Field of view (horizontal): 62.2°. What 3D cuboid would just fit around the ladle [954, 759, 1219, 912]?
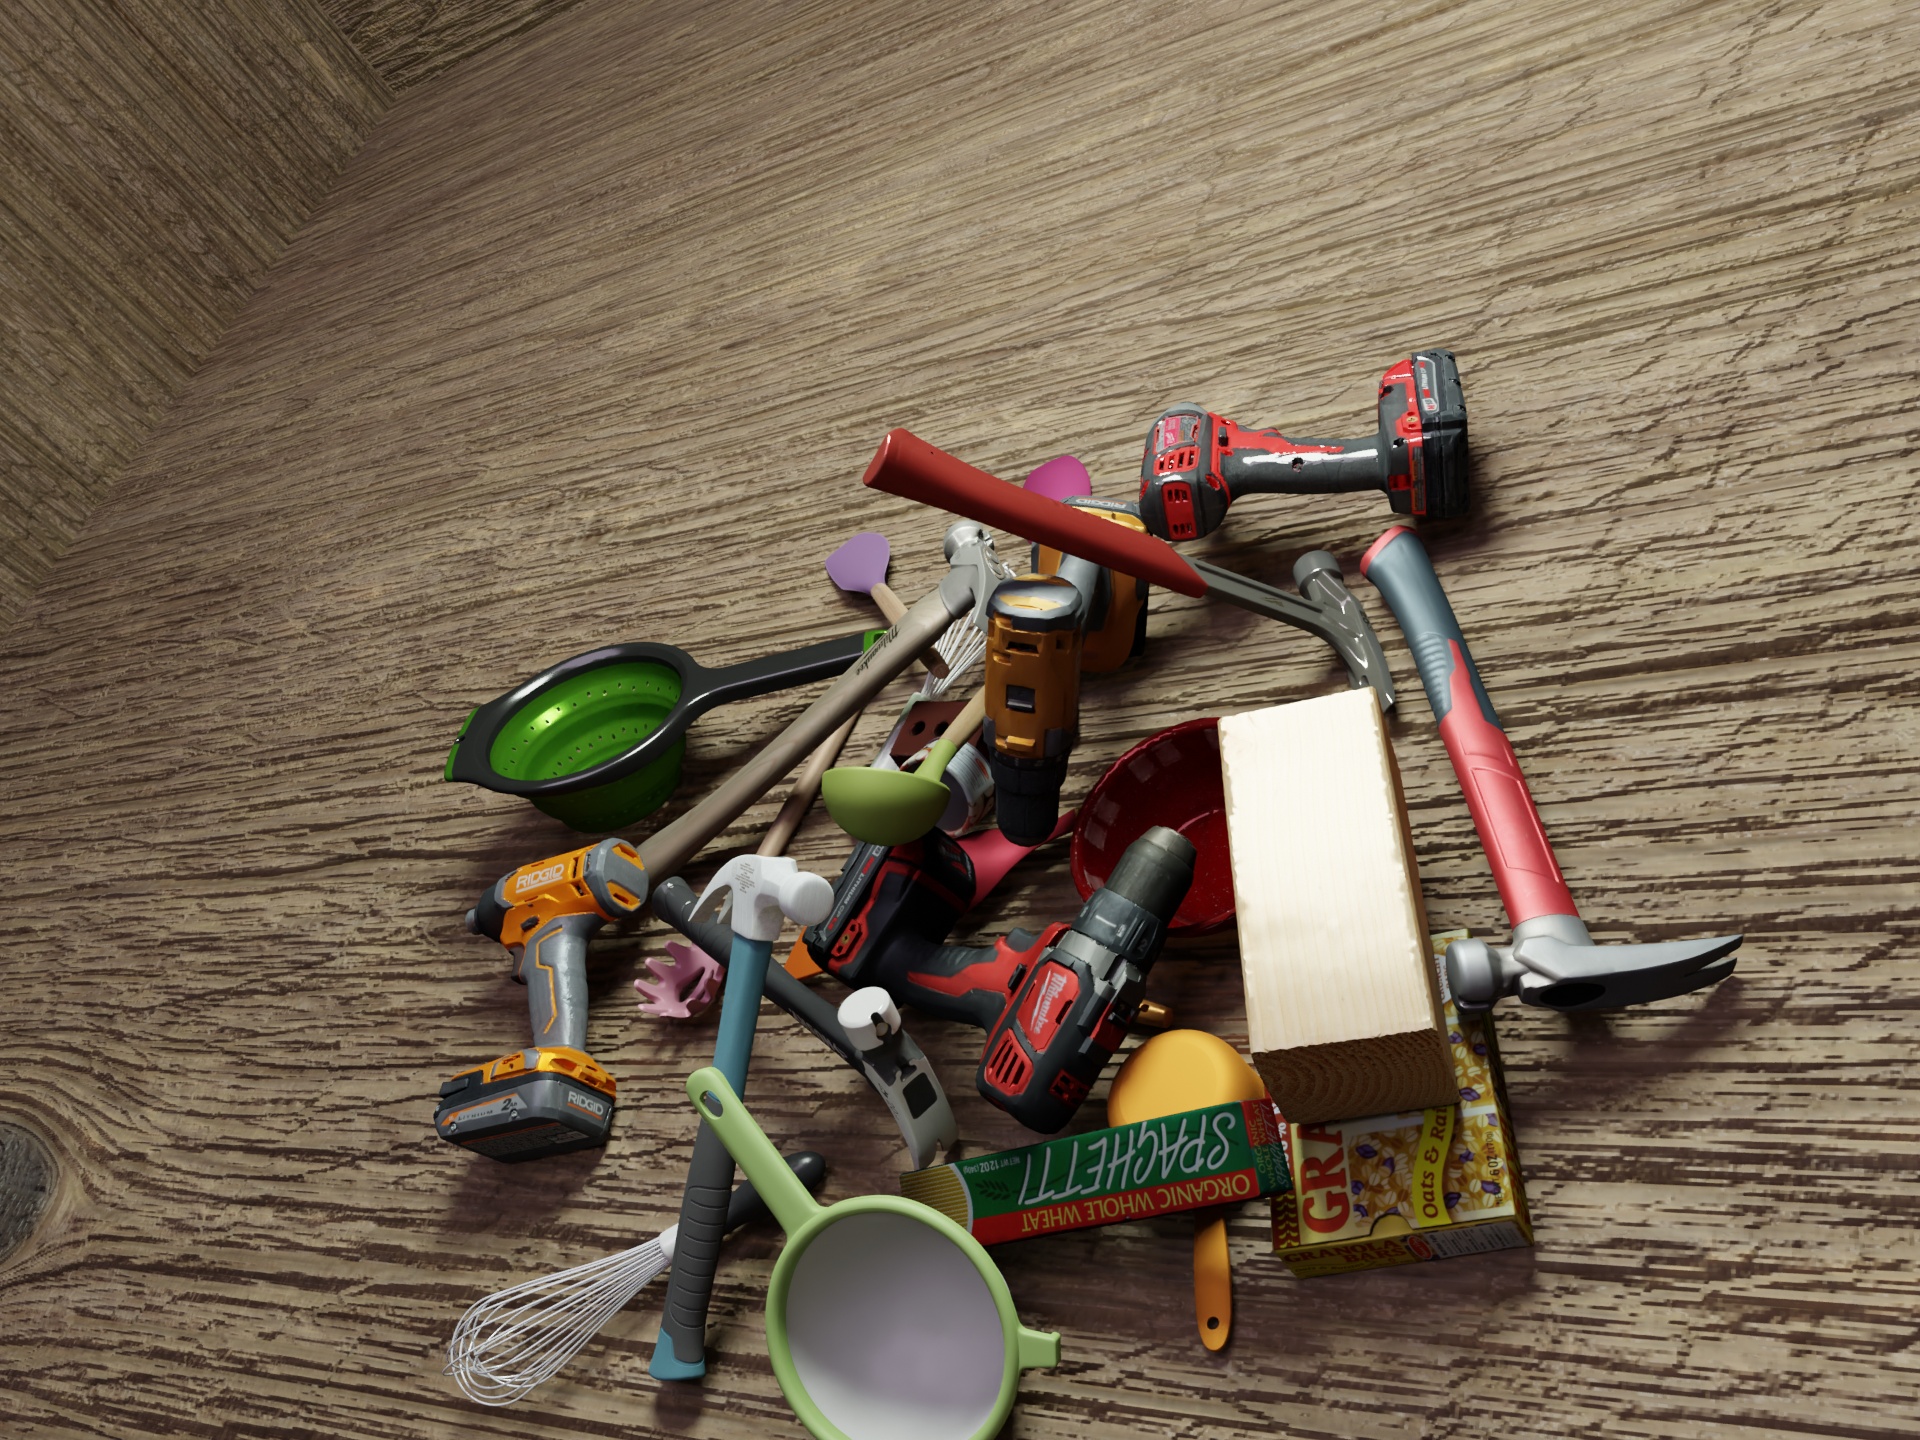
[{"bbox_3d":[0.104,0.058,1.077,0.315,0.031,0.069,-25,39,15],"label":"ladle"}]

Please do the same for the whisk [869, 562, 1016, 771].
[{"bbox_3d":[-0.022,-0.021,1.229,0.058,0.059,0.246,28,74,7],"label":"whisk"}]

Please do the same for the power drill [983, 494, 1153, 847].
[{"bbox_3d":[0.070,-0.038,1.084,0.084,0.185,0.226,9,31,15],"label":"power drill"}]

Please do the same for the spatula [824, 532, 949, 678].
[{"bbox_3d":[-0.059,-0.100,1.311,0.060,0.018,0.316,-37,29,1],"label":"spatula"}]

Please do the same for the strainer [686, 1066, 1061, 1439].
[{"bbox_3d":[-0.061,0.295,0.897,0.151,0.069,0.256,-47,72,15],"label":"strainer"}]

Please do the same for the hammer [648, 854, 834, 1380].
[{"bbox_3d":[-0.145,0.243,0.965,0.128,0.033,0.331,14,95,57],"label":"hammer"}]

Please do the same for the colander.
[{"bbox_3d":[-0.222,0.009,1.324,0.397,0.094,0.205,-13,33,8],"label":"colander"}]

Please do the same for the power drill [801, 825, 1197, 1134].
[{"bbox_3d":[0.027,0.125,0.970,0.227,0.080,0.188,22,76,47],"label":"power drill"}]

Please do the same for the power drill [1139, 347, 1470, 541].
[{"bbox_3d":[0.236,-0.191,1.111,0.219,0.078,0.143,-5,37,14],"label":"power drill"}]

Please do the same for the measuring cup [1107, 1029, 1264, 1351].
[{"bbox_3d":[0.125,0.249,0.866,0.095,0.052,0.174,-19,42,22],"label":"measuring cup"}]

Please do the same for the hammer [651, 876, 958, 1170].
[{"bbox_3d":[-0.117,0.179,1.052,0.035,0.146,0.335,-38,34,-21],"label":"hammer"}]

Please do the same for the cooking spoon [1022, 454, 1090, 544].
[{"bbox_3d":[0.076,-0.106,1.250,0.069,0.017,0.319,-22,43,21],"label":"cooking spoon"}]

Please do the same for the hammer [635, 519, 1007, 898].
[{"bbox_3d":[-0.121,0.019,1.202,0.410,0.038,0.146,-41,28,19],"label":"hammer"}]

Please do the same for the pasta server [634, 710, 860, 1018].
[{"bbox_3d":[-0.149,0.095,1.224,0.060,0.040,0.316,11,60,32],"label":"pasta server"}]

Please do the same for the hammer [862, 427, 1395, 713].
[{"bbox_3d":[0.109,-0.098,0.991,0.036,0.358,0.149,-55,28,37],"label":"hammer"}]

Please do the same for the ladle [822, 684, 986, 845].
[{"bbox_3d":[-0.002,-0.003,1.065,0.078,0.062,0.320,1,24,22],"label":"ladle"}]

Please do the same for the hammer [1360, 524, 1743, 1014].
[{"bbox_3d":[0.318,0.007,0.939,0.143,0.038,0.387,-6,42,4],"label":"hammer"}]

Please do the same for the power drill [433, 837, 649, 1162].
[{"bbox_3d":[-0.324,0.209,1.201,0.164,0.084,0.227,-17,53,26],"label":"power drill"}]

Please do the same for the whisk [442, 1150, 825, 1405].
[{"bbox_3d":[-0.209,0.354,1.028,0.284,0.070,0.070,-30,41,3],"label":"whisk"}]

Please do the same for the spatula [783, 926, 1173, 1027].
[{"bbox_3d":[0.001,0.166,1.061,0.323,0.041,0.081,8,60,36],"label":"spatula"}]
